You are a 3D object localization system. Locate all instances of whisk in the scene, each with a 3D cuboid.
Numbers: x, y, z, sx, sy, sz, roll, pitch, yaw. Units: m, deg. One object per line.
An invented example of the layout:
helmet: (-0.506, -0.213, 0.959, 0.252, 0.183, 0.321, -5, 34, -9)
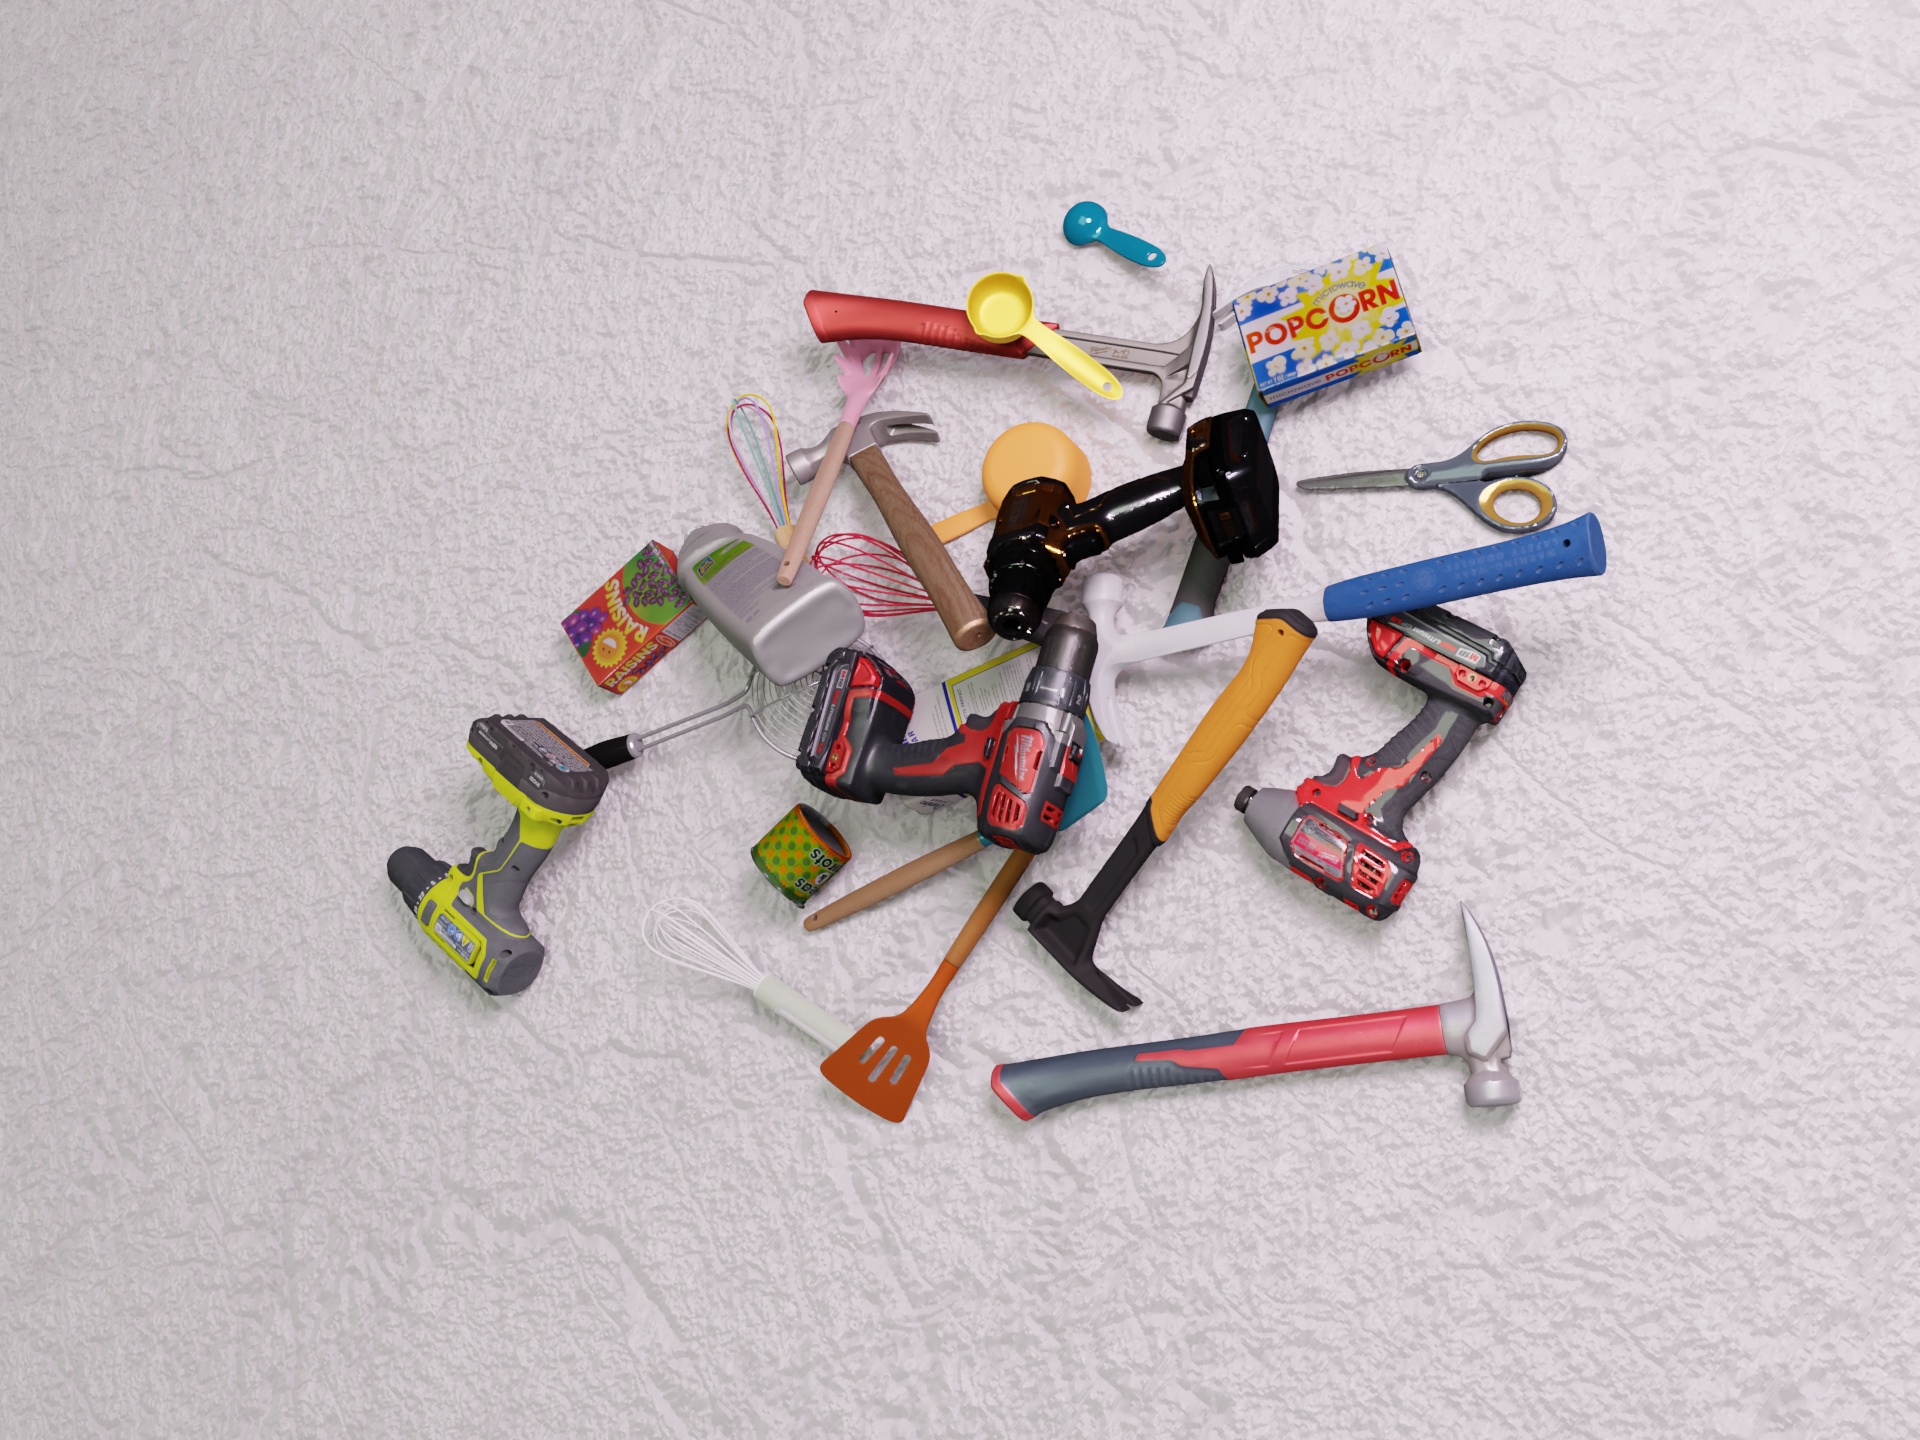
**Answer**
whisk: (-0.174, 0.222, 1.350, 0.246, 0.057, 0.059, 30, 60, 23)
whisk: (-0.017, -0.104, 1.335, 0.296, 0.073, 0.073, 18, 85, 33)
whisk: (-0.165, -0.194, 1.449, 0.047, 0.051, 0.245, -19, 73, -6)

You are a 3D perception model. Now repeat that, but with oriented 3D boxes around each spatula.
spatula: (-0.010, 0.101, 1.291, 0.317, 0.044, 0.082, -29, 52, 23)
spatula: (0.005, 0.175, 1.286, 0.081, 0.041, 0.322, 34, 85, -1)

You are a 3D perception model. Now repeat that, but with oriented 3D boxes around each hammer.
hammer: (0.259, -0.077, 1.160, 0.405, 0.035, 0.144, -12, 70, 37)
hammer: (0.204, 0.232, 1.182, 0.386, 0.038, 0.143, -12, 71, 21)
hammer: (0.036, -0.341, 1.371, 0.359, 0.036, 0.149, 13, 83, 16)
hammer: (-0.042, -0.165, 1.327, 0.130, 0.031, 0.332, -28, 44, -2)
hammer: (0.164, 0.062, 1.182, 0.127, 0.034, 0.336, 44, 118, 26)
hammer: (0.232, -0.214, 1.284, 0.128, 0.033, 0.331, 17, 85, 26)

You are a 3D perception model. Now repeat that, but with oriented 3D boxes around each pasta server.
pasta server: (-0.109, -0.241, 1.378, 0.060, 0.040, 0.316, 3, 52, 19)

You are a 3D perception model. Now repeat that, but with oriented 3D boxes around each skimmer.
skimmer: (-0.228, 0.013, 1.435, 0.363, 0.090, 0.127, -19, 66, 30)

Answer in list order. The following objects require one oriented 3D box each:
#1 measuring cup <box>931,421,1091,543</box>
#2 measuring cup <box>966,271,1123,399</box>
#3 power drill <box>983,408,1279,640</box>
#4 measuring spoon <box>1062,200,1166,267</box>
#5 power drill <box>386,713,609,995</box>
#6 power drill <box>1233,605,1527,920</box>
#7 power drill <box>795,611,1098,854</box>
measuring cup: (0.025, -0.192, 1.359, 0.173, 0.052, 0.095, -24, 69, 15)
measuring cup: (0.072, -0.314, 1.331, 0.156, 0.029, 0.062, 39, 90, 5)
power drill: (0.123, -0.143, 1.211, 0.226, 0.084, 0.185, -15, 32, 21)
measuring spoon: (0.131, -0.419, 1.370, 0.042, 0.021, 0.129, -51, 49, 3)
power drill: (-0.432, 0.111, 1.457, 0.191, 0.080, 0.228, 36, 107, 26)
power drill: (0.305, 0.022, 1.171, 0.143, 0.078, 0.219, 31, 94, 27)
power drill: (-0.002, -0.004, 1.251, 0.227, 0.080, 0.188, 10, 77, 32)
